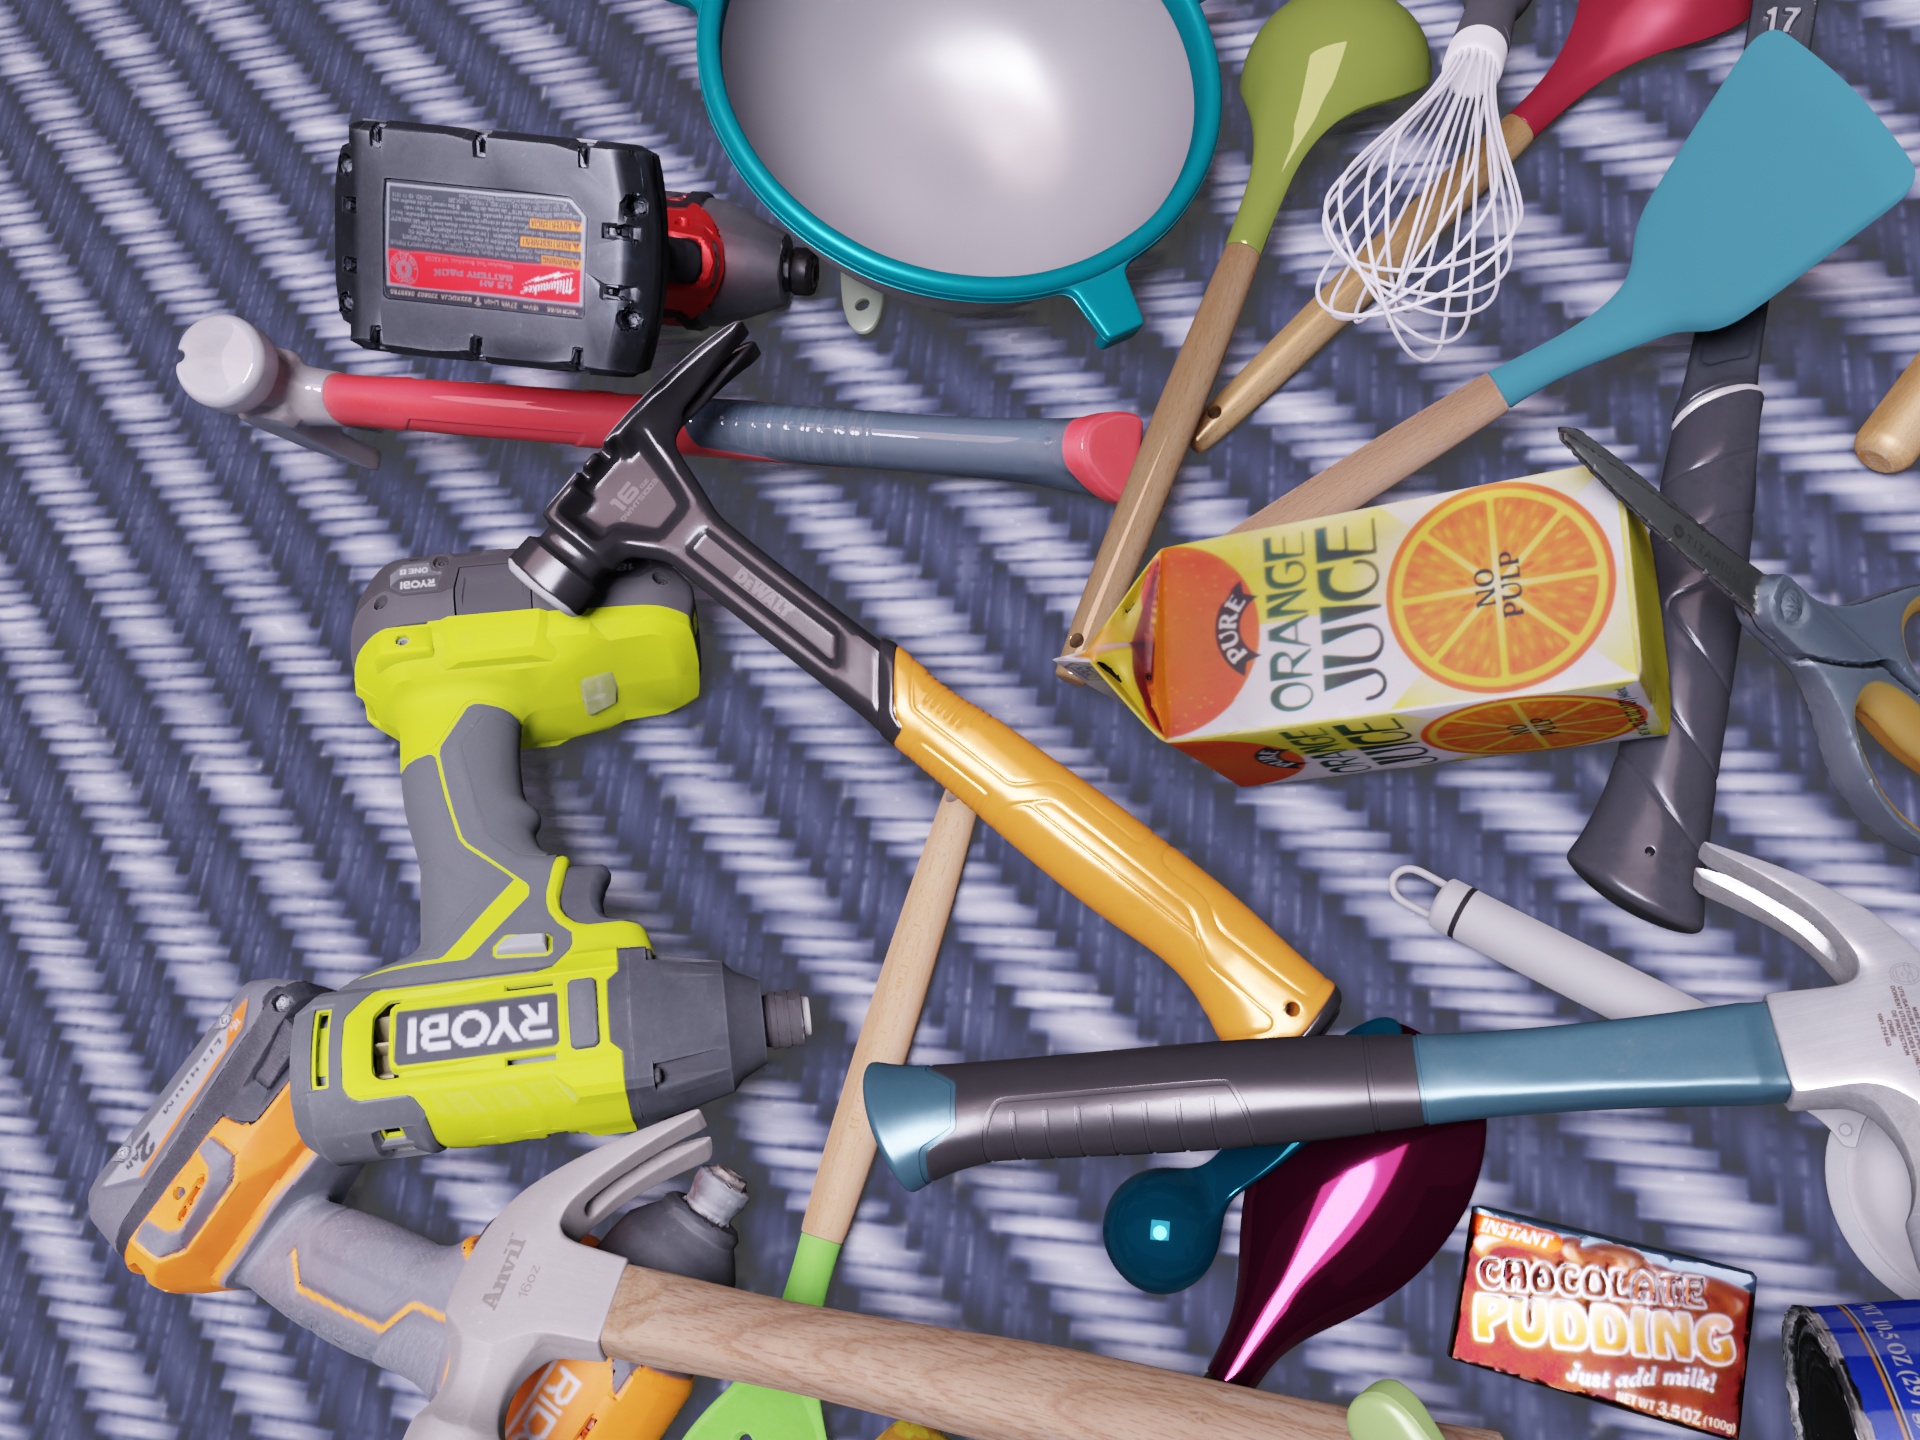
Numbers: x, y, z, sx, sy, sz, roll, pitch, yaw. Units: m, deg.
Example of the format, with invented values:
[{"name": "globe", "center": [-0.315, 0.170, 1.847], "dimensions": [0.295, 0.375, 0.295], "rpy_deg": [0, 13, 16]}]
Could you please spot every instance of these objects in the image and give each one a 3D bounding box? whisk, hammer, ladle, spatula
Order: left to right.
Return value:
[{"name": "hammer", "center": [-0.116, -0.123, 0.680], "dimensions": [0.386, 0.143, 0.038], "rpy_deg": [6, 88, 8]}, {"name": "hammer", "center": [-0.001, -0.002, 0.573], "dimensions": [0.337, 0.034, 0.127], "rpy_deg": [39, 86, 9]}, {"name": "hammer", "center": [0.002, 0.206, 0.500], "dimensions": [0.331, 0.031, 0.130], "rpy_deg": [9, 48, 7]}, {"name": "ladle", "center": [0.107, -0.156, 0.632], "dimensions": [0.078, 0.062, 0.320], "rpy_deg": [16, 78, 32]}, {"name": "hammer", "center": [0.128, 0.113, 0.492], "dimensions": [0.331, 0.033, 0.128], "rpy_deg": [-8, 58, 14]}, {"name": "spatula", "center": [0.164, -0.109, 0.566], "dimensions": [0.317, 0.044, 0.082], "rpy_deg": [-33, 56, 20]}, {"name": "whisk", "center": [0.187, -0.230, 0.594], "dimensions": [0.070, 0.070, 0.285], "rpy_deg": [10, 50, 20]}, {"name": "ladle", "center": [0.206, -0.221, 0.642], "dimensions": [0.315, 0.031, 0.069], "rpy_deg": [-44, 64, 0]}, {"name": "hammer", "center": [0.276, -0.128, 0.563], "dimensions": [0.149, 0.036, 0.409], "rpy_deg": [10, 79, 19]}, {"name": "whisk", "center": [0.394, -0.190, 0.562], "dimensions": [0.051, 0.047, 0.245], "rpy_deg": [37, 88, 24]}]

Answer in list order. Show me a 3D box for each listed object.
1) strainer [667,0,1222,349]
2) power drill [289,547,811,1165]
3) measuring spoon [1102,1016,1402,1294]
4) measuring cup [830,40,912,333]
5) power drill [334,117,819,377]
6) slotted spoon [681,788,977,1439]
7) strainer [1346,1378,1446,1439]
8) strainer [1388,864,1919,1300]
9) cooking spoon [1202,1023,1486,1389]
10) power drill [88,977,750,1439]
[{"name": "strainer", "center": [-0.065, -0.268, 0.664], "dimensions": [0.340, 0.095, 0.211], "rpy_deg": [17, 72, -3]}, {"name": "power drill", "center": [-0.152, 0.045, 0.598], "dimensions": [0.171, 0.080, 0.223], "rpy_deg": [-6, 58, -8]}, {"name": "measuring spoon", "center": [0.096, 0.142, 0.535], "dimensions": [0.128, 0.021, 0.042], "rpy_deg": [-43, 49, 6]}, {"name": "measuring cup", "center": [-0.053, -0.254, 0.726], "dimensions": [0.083, 0.038, 0.168], "rpy_deg": [-11, 66, 14]}, {"name": "power drill", "center": [-0.144, -0.188, 0.644], "dimensions": [0.143, 0.220, 0.078], "rpy_deg": [7, 106, 5]}, {"name": "slotted spoon", "center": [-0.040, 0.163, 0.578], "dimensions": [0.070, 0.031, 0.314], "rpy_deg": [6, 70, 34]}, {"name": "strainer", "center": [0.206, 0.281, 0.423], "dimensions": [0.257, 0.069, 0.151], "rpy_deg": [51, 128, 24]}, {"name": "strainer", "center": [0.252, 0.110, 0.500], "dimensions": [0.259, 0.050, 0.087], "rpy_deg": [28, 95, 28]}, {"name": "cooking spoon", "center": [0.073, 0.239, 0.519], "dimensions": [0.069, 0.017, 0.319], "rpy_deg": [31, 81, 25]}, {"name": "power drill", "center": [-0.192, 0.191, 0.589], "dimensions": [0.227, 0.084, 0.164], "rpy_deg": [31, 80, 21]}]
